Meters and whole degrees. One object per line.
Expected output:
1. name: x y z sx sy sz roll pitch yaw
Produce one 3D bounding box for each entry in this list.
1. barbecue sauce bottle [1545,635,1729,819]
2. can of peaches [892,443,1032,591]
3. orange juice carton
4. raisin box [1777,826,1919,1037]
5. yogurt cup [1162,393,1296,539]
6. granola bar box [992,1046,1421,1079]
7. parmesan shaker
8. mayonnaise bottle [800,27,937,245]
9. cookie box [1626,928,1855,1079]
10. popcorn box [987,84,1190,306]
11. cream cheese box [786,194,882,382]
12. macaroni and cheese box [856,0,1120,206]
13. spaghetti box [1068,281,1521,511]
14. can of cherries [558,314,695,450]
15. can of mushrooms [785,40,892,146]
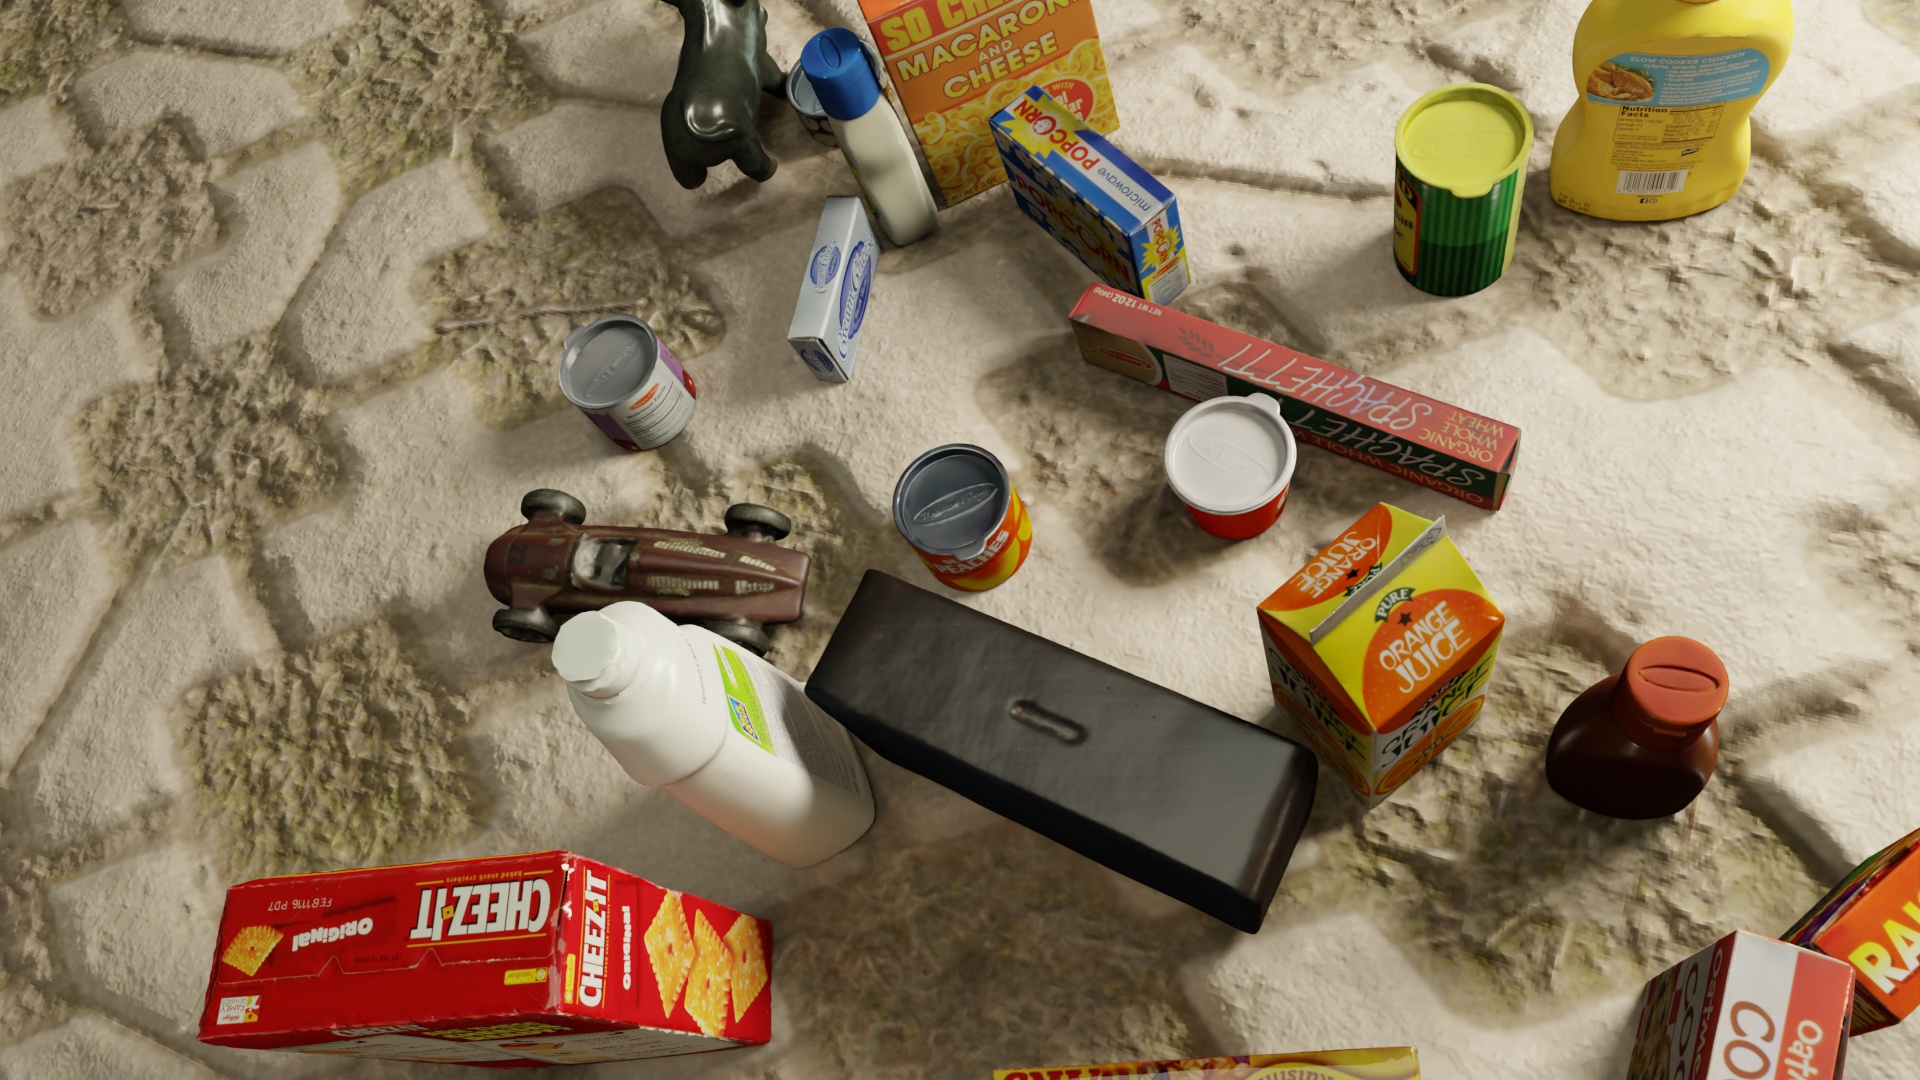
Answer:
1. barbecue sauce bottle: 0.291 0.082 0.591 0.065 0.148 0.044 9 70 20
2. can of peaches: 0.003 -0.010 0.766 0.071 0.058 0.071 -6 65 13
3. orange juice carton: 0.183 0.050 0.612 0.072 0.192 0.073 -39 62 -3
4. raisin box: 0.366 0.154 0.551 0.086 0.123 0.040 -39 62 -3
5. yogurt cup: 0.145 -0.035 0.739 0.072 0.053 0.072 -6 65 13
6. granola bar box: 0.109 0.241 0.585 0.165 0.124 0.039 -8 65 12
7. parmesan shaker: 0.266 -0.182 0.743 0.071 0.102 0.071 -6 65 14
8. mayonnaise bottle: -0.054 -0.243 0.837 0.041 0.147 0.065 -26 62 4
9. cookie box: 0.281 0.222 0.520 0.040 0.167 0.123 15 72 21
10. popcorn box: 0.077 -0.198 0.814 0.038 0.085 0.127 -41 62 -4
11. cream cheese box: -0.076 -0.155 0.856 0.024 0.053 0.104 5 68 18
12. macaroni and cheese box: 0.021 -0.285 0.824 0.124 0.166 0.040 -24 63 5
13. spaghetti box: 0.176 -0.080 0.752 0.250 0.050 0.029 24 75 24
14. can of cherries: -0.208 -0.099 0.866 0.071 0.058 0.072 -6 65 13
15. can of mushrooms: -0.079 -0.300 0.934 0.071 0.033 0.071 -6 65 13
